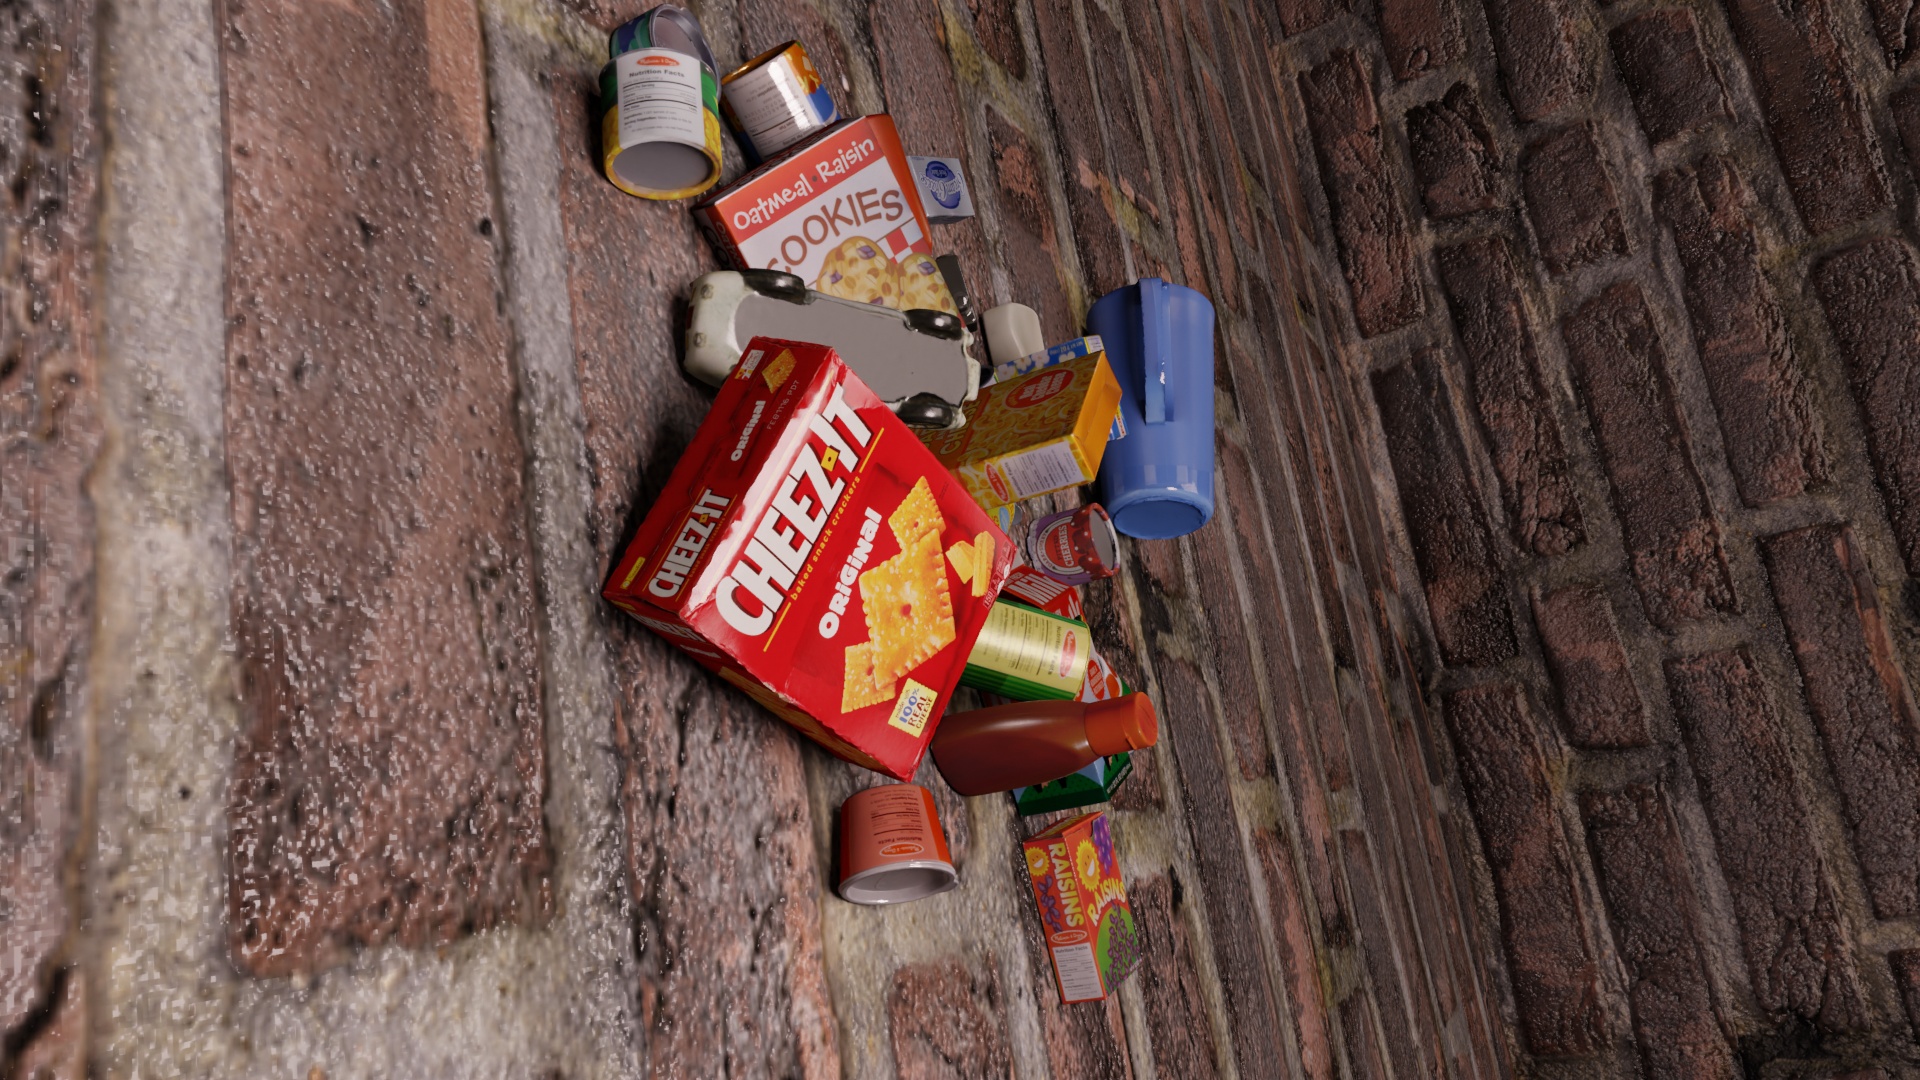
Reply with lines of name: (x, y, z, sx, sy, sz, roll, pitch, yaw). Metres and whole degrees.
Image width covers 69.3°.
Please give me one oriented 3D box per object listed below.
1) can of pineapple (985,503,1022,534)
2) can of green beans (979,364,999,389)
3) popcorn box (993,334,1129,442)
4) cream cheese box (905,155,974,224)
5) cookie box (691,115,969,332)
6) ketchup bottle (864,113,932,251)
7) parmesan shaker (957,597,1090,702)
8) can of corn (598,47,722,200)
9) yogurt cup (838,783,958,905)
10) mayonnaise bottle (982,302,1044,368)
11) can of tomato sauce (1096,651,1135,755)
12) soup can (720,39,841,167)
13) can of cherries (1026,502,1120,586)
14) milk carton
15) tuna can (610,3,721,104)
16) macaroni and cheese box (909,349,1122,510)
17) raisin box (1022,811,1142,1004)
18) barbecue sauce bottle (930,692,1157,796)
can of pineapple: (0.004, -0.013, 1.003, 0.070, 0.071, 0.058, 62, 29, -24)
can of green beans: (0.007, -0.093, 1.062, 0.057, 0.071, 0.071, 64, 27, -23)
popcorn box: (0.062, -0.105, 1.111, 0.038, 0.126, 0.085, -22, 95, -62)
cream cheese box: (-0.024, -0.293, 1.164, 0.104, 0.024, 0.053, -31, 105, -64)
cookie box: (-0.079, -0.169, 0.895, 0.123, 0.040, 0.167, -39, 115, -25)
ketchup bottle: (-0.051, -0.248, 1.060, 0.065, 0.043, 0.148, -37, 109, -63)
parmesan shaker: (0.029, 0.071, 0.955, 0.103, 0.071, 0.072, 17, 50, -13)
can of corn: (-0.170, -0.233, 0.788, 0.071, 0.071, 0.058, 23, 56, -59)
yogurt cup: (-0.040, 0.177, 0.813, 0.072, 0.072, 0.054, 37, 36, -52)
mayonnaise bottle: (0.056, -0.130, 1.213, 0.065, 0.041, 0.148, 9, 69, -61)
can of tomato sauce: (0.106, 0.132, 1.133, 0.083, 0.071, 0.071, 48, 36, -42)
soup can: (-0.115, -0.280, 0.924, 0.083, 0.071, 0.072, 60, 29, -26)
can of cherries: (0.098, 0.006, 1.196, 0.071, 0.058, 0.072, 42, 39, -49)
milk carton: (0.060, 0.102, 1.046, 0.072, 0.073, 0.190, -24, 97, -65)
tuna can: (-0.177, -0.288, 0.839, 0.071, 0.033, 0.071, 42, 40, -49)
macaroni and cheese box: (0.020, -0.065, 0.954, 0.040, 0.166, 0.124, 62, 28, -25)
raisin box: (0.094, 0.276, 1.053, 0.086, 0.040, 0.123, -4, 78, -63)
barbecue sauce bottle: (0.058, 0.134, 0.935, 0.064, 0.148, 0.044, 56, 31, -33)
